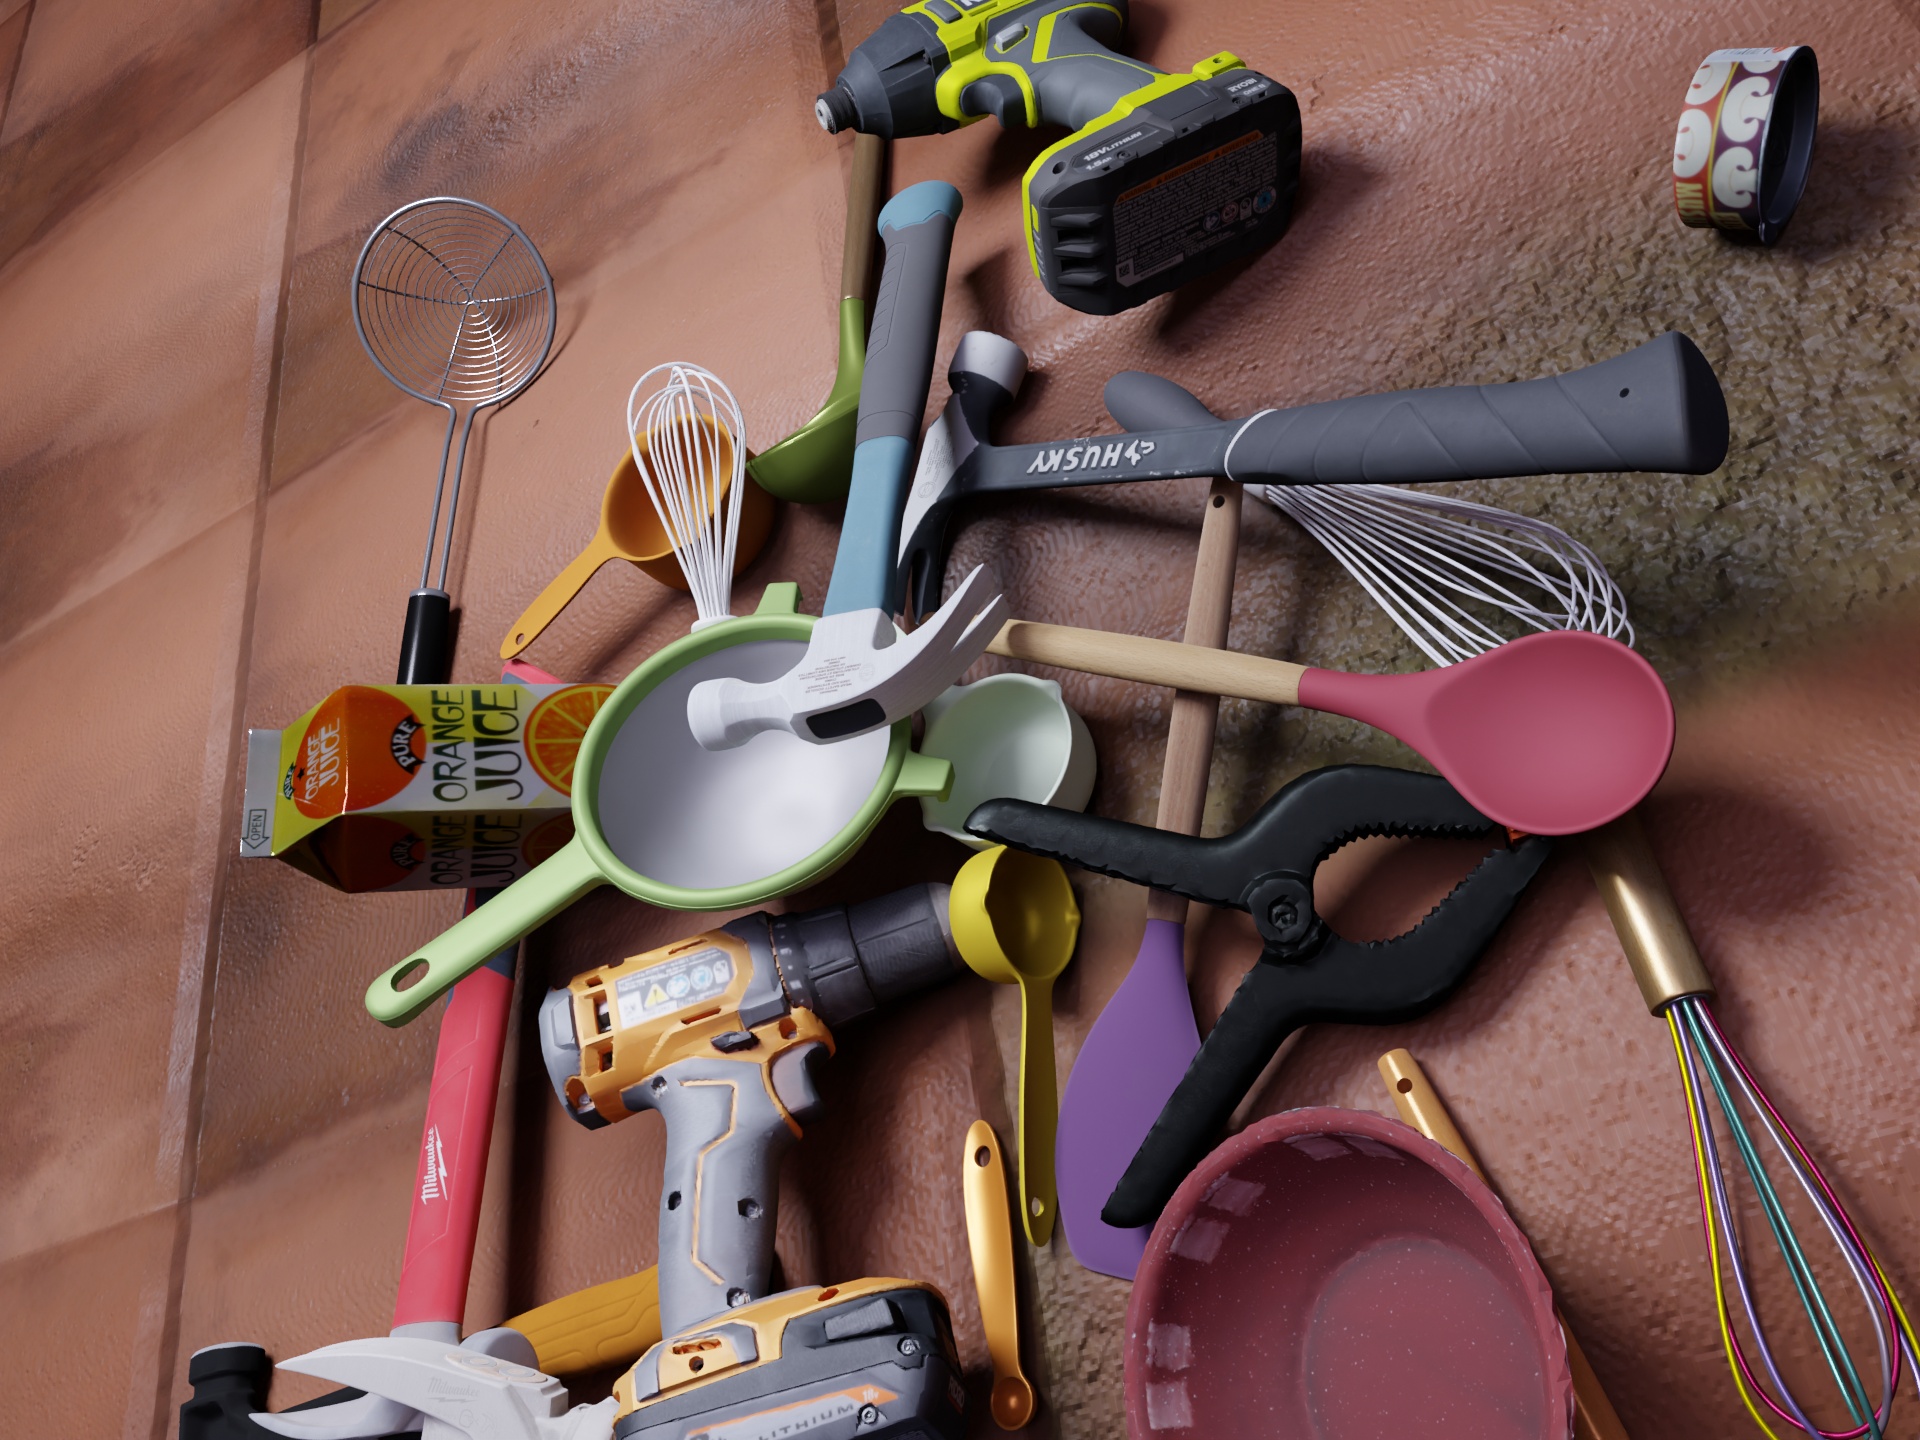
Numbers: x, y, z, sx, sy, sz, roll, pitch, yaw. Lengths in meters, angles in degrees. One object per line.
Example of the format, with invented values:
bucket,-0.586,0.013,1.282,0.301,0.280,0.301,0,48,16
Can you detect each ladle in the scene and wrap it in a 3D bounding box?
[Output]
ladle,-0.064,-0.252,0.863,0.078,0.062,0.320,-19,55,36
ladle,0.106,-0.015,0.597,0.316,0.031,0.069,12,84,38

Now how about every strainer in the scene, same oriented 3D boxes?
strainer,-0.130,0.060,0.686,0.256,0.069,0.152,-35,53,-9

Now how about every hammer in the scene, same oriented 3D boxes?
hammer,-0.226,0.444,0.582,0.146,0.038,0.411,8,82,16
hammer,-0.245,0.140,0.771,0.143,0.038,0.387,-20,52,26
hammer,-0.034,-0.132,0.726,0.128,0.033,0.331,-8,53,19
hammer,0.099,-0.102,0.621,0.409,0.036,0.149,8,75,55
hammer,-0.224,0.300,0.705,0.337,0.034,0.127,-27,55,19

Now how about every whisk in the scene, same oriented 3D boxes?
whisk,0.147,-0.088,0.647,0.070,0.070,0.285,-51,46,1
whisk,0.233,0.110,0.501,0.047,0.051,0.245,-28,52,25
whisk,-0.119,-0.054,0.764,0.058,0.059,0.246,-21,76,62

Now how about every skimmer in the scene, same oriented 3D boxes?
skimmer,-0.316,-0.140,0.946,0.127,0.090,0.364,0,66,-1

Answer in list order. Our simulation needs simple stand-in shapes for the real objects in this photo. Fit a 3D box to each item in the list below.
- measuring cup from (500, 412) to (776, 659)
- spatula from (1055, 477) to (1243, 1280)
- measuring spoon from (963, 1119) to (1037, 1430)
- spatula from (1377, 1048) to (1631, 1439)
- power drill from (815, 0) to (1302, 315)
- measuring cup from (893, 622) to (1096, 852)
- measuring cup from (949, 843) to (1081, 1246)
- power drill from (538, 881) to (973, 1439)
measuring cup,-0.171,-0.084,0.851,0.173,0.052,0.095,-43,52,10
spatula,0.082,0.053,0.620,0.060,0.018,0.316,4,78,32
measuring spoon,0.016,0.211,0.613,0.021,0.011,0.117,-29,51,28
spatula,0.204,0.240,0.470,0.081,0.041,0.323,-34,49,15
power drill,0.044,-0.293,0.773,0.171,0.080,0.223,-28,51,-12
measuring cup,-0.001,-0.002,0.712,0.083,0.038,0.168,-48,47,4
measuring cup,0.020,0.126,0.631,0.029,0.062,0.157,-14,71,40
power drill,-0.060,0.172,0.619,0.185,0.084,0.226,-19,52,-1
